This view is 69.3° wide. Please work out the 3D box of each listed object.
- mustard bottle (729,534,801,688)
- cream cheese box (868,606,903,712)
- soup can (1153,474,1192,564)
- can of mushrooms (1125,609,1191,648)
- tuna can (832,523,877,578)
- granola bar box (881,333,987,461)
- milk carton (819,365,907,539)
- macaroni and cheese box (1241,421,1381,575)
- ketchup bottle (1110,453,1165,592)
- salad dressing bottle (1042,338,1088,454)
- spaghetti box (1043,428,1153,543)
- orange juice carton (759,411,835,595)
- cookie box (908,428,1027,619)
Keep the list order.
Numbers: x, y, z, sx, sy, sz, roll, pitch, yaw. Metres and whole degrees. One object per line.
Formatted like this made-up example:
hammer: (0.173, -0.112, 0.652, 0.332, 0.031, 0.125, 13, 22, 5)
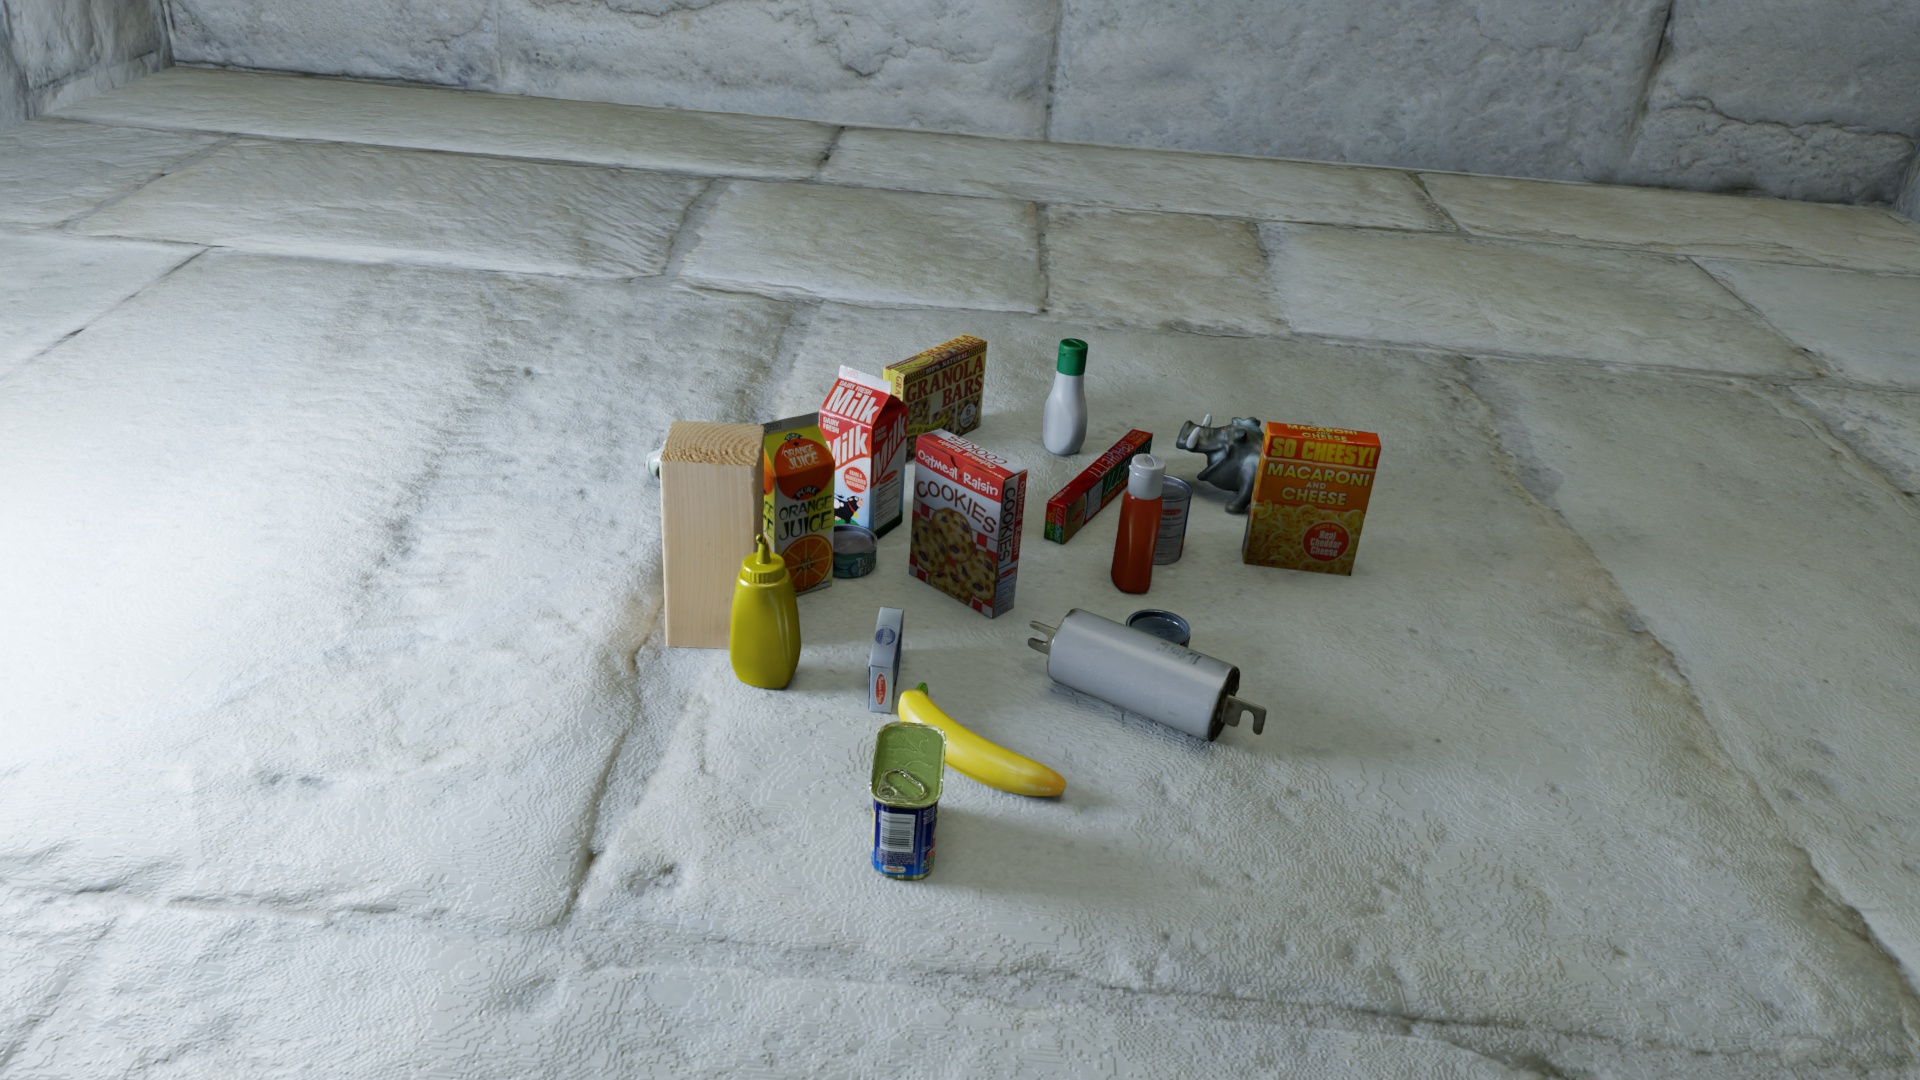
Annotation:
mustard bottle: (-0.182, 0.062, 1.293, 0.065, 0.159, 0.049, 9, 30, 8)
cream cheese box: (-0.071, 0.113, 1.327, 0.024, 0.053, 0.104, 5, 30, 1)
soup can: (0.224, -0.026, 1.577, 0.071, 0.083, 0.072, 3, 30, -2)
can of mushrooms: (0.199, 0.102, 1.404, 0.071, 0.033, 0.071, 4, 30, -2)
tuna can: (-0.122, 0.012, 1.514, 0.071, 0.032, 0.071, 4, 30, -2)
granola bar box: (-0.035, -0.182, 1.771, 0.039, 0.123, 0.166, 25, 35, 31)
milk carton: (-0.109, -0.099, 1.552, 0.072, 0.189, 0.074, 20, 33, 25)
macaroni and cheese box: (0.390, -0.047, 1.555, 0.124, 0.165, 0.040, 6, 30, 3)
ketchup bottle: (0.193, -0.020, 1.499, 0.043, 0.148, 0.065, 2, 30, -5)
salad dressing bottle: (0.137, -0.184, 1.775, 0.044, 0.146, 0.064, -16, 36, -32)
spaghetti box: (0.170, -0.069, 1.679, 0.029, 0.050, 0.251, 19, 33, 24)
orange juice carton: (-0.178, -0.041, 1.440, 0.072, 0.191, 0.073, -16, 36, -32)
cookie box: (0.005, -0.018, 1.451, 0.123, 0.166, 0.040, 27, 37, 34)
